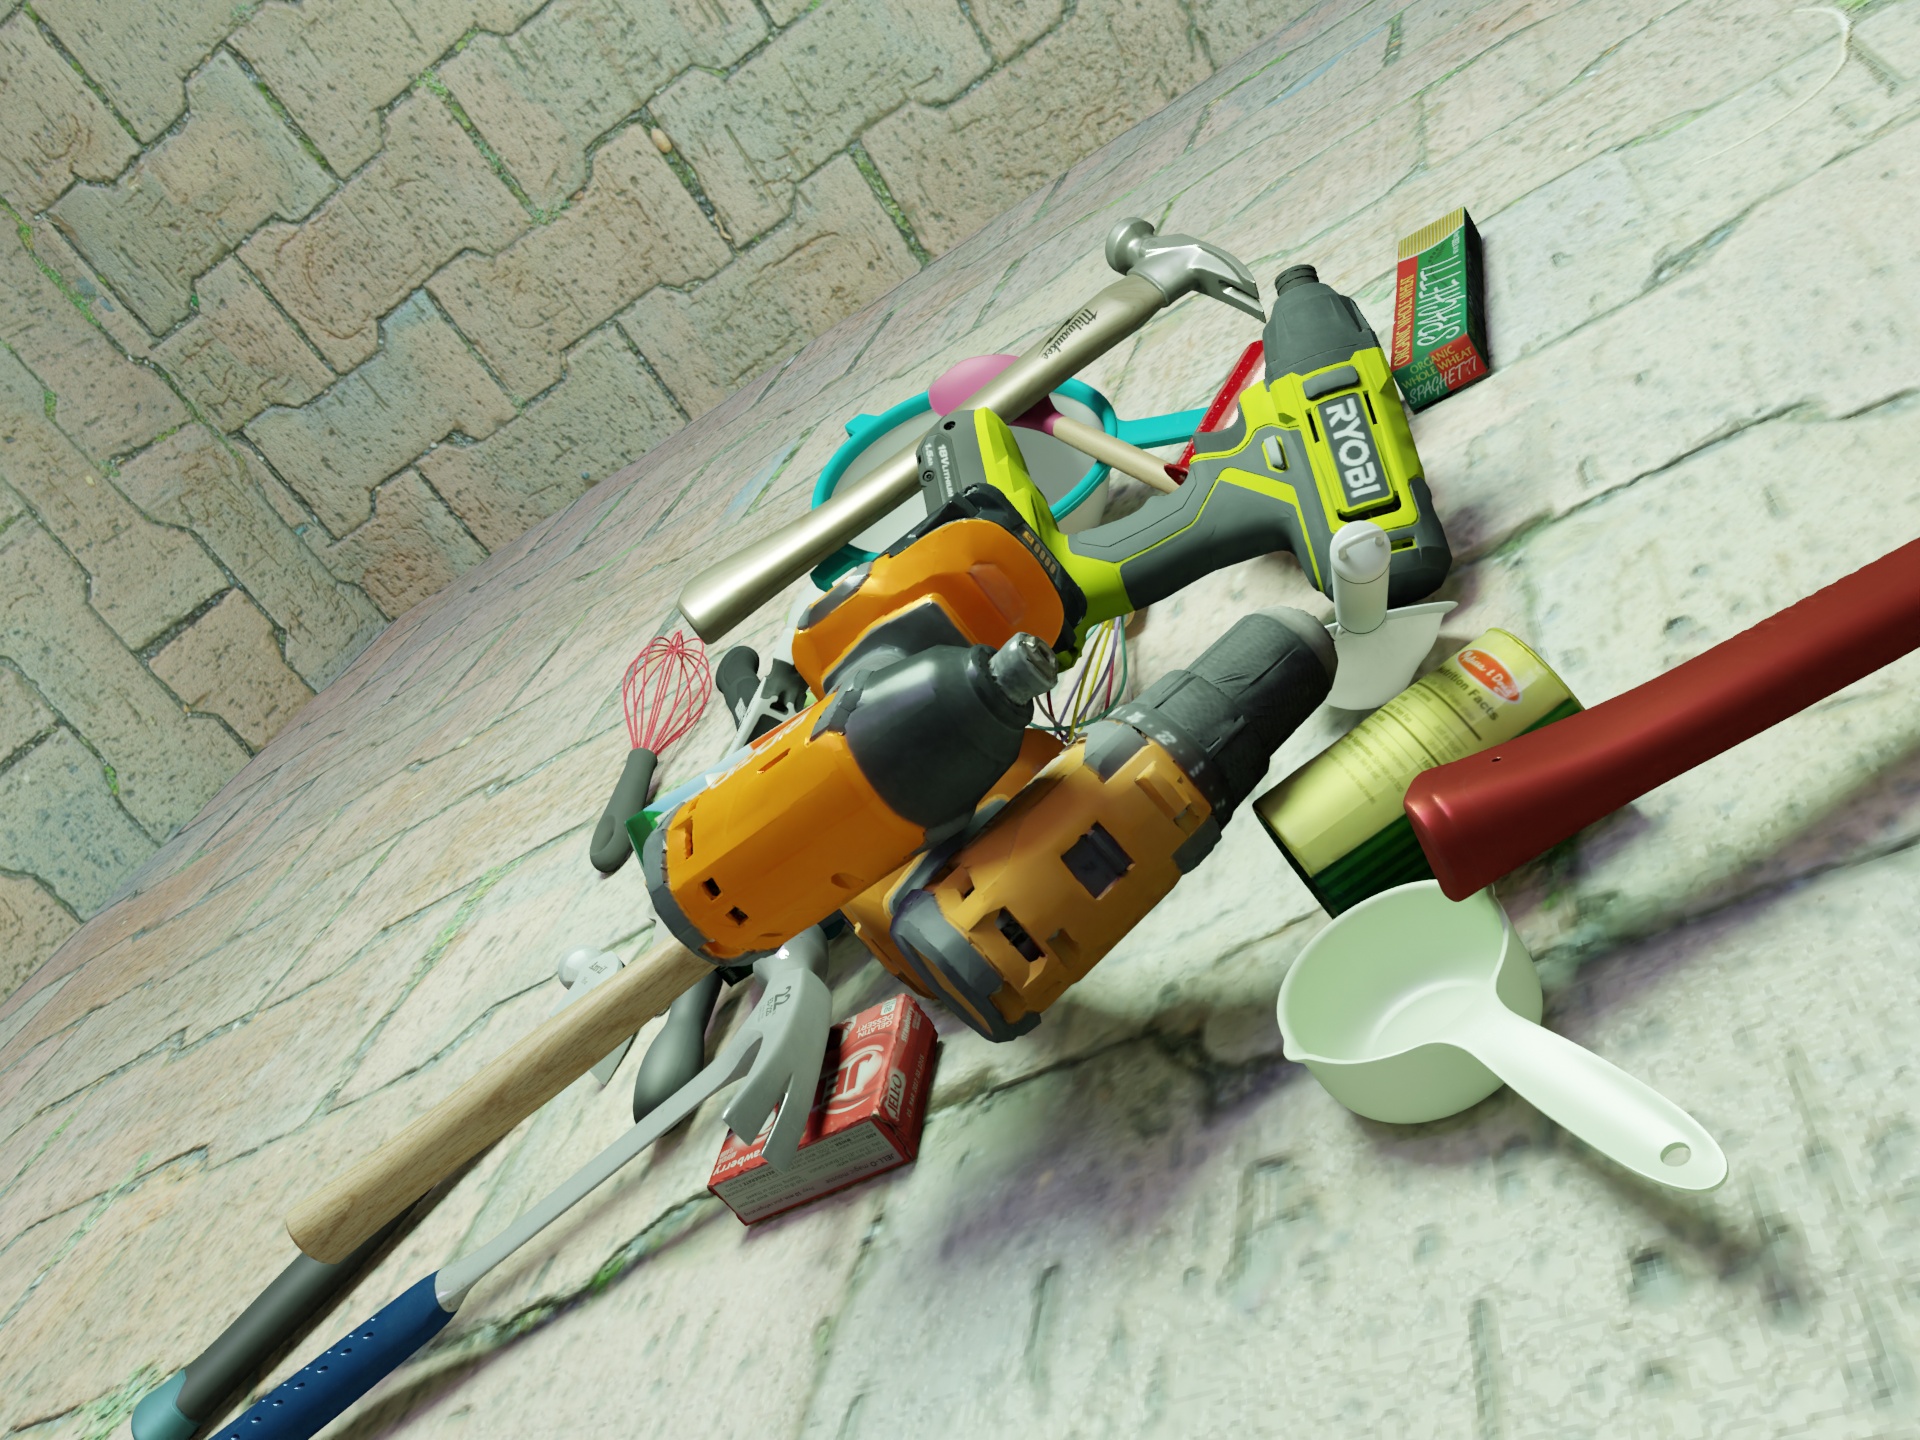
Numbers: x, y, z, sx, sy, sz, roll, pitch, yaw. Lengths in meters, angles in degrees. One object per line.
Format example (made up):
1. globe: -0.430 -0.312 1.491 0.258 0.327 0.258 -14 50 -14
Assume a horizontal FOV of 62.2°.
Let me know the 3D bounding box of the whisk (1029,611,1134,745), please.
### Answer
1. whisk: 0.079 -0.047 0.878 0.051 0.047 0.245 -14 23 22

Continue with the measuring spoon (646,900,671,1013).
1. measuring spoon: -0.168 0.134 0.930 0.034 0.018 0.124 -33 27 11

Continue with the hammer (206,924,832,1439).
1. hammer: -0.213 0.241 0.682 0.405 0.035 0.144 -39 18 9

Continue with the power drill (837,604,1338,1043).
1. power drill: 0.041 0.036 0.620 0.185 0.084 0.226 -43 4 -13

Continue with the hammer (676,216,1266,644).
1. hammer: 0.001 -0.176 1.001 0.410 0.038 0.146 -38 42 -8

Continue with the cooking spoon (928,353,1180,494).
1. cooking spoon: 0.079 -0.175 0.996 0.069 0.017 0.319 -41 42 -12

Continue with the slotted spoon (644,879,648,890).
1. slotted spoon: -0.055 -0.003 0.904 0.314 0.031 0.070 -41 -16 -24

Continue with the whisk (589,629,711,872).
1. whisk: -0.244 0.020 1.241 0.073 0.073 0.296 -29 28 21

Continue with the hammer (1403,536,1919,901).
1. hammer: 0.298 -0.043 0.458 0.359 0.036 0.149 -29 20 2

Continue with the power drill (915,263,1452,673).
1. power drill: 0.100 -0.114 0.760 0.223 0.171 0.080 -16 -19 13

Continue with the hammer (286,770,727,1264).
1. hammer: -0.164 0.135 0.724 0.331 0.129 0.031 -37 42 -3

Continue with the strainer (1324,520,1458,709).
1. strainer: 0.152 -0.038 0.606 0.087 0.050 0.258 -14 -10 12

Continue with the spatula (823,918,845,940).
1. spatula: -0.001 -0.003 0.907 0.082 0.044 0.317 29 51 27

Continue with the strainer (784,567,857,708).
1. strainer: -0.097 -0.087 1.205 0.151 0.069 0.256 -42 22 -14

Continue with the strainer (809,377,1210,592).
1. strainer: 0.074 -0.149 1.057 0.340 0.095 0.211 -9 41 14

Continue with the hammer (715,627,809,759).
1. hammer: -0.154 -0.008 1.131 0.146 0.035 0.335 -64 14 3

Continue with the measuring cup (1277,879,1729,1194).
1. measuring cup: 0.154 0.098 0.444 0.083 0.038 0.168 -40 22 -7

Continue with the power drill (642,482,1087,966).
1. power drill: -0.017 -0.013 0.612 0.164 0.084 0.227 -35 13 25

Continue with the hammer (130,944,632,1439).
1. hammer: -0.299 0.251 0.856 0.331 0.033 0.128 -45 21 -21

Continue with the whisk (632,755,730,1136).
1. whisk: -0.131 0.112 0.857 0.070 0.070 0.285 -28 27 24
